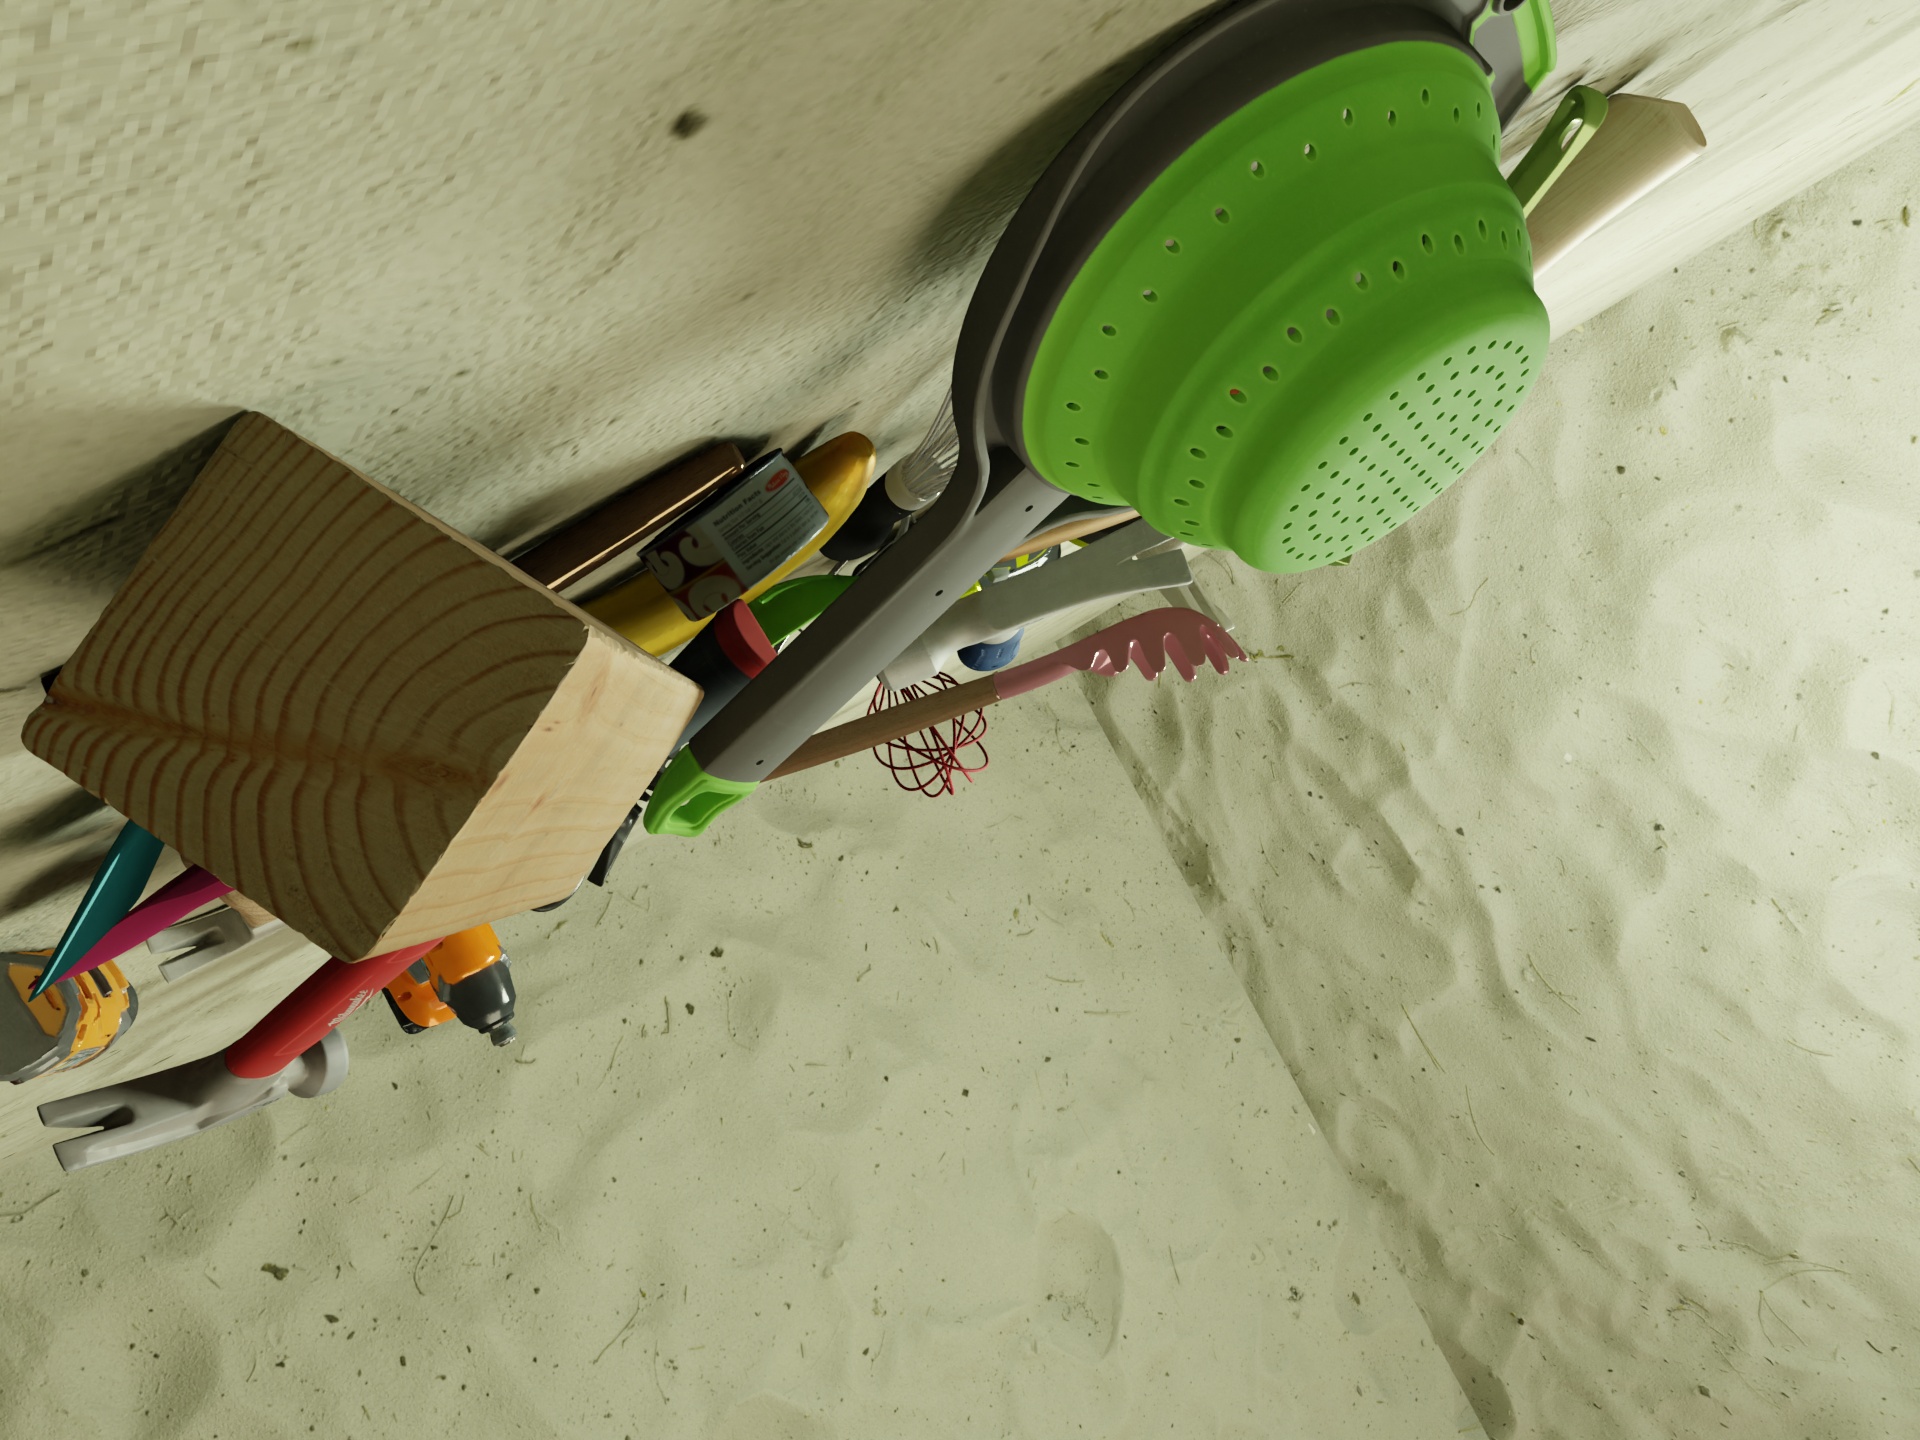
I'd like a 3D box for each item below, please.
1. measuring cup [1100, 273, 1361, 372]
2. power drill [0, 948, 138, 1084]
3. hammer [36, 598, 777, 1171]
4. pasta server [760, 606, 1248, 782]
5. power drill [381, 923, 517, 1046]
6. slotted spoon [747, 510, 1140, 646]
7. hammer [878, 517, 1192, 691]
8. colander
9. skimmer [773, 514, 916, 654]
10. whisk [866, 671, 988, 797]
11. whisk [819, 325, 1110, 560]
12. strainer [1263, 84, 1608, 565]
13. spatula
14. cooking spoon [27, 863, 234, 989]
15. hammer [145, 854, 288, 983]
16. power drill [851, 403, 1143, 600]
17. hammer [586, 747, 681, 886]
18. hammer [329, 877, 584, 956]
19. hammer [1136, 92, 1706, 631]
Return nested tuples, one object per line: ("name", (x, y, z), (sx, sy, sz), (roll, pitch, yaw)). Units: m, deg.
("measuring cup", (0.093, -0.177, 0.678), (0.168, 0.038, 0.083), (-5, -161, 47))
("power drill", (-0.527, 0.190, 0.793), (0.226, 0.084, 0.185), (-33, -179, -17))
("hammer", (-0.222, 0.074, 0.658), (0.386, 0.038, 0.143), (-37, 167, 25))
("pasta server", (-0.001, -0.003, 0.863), (0.316, 0.040, 0.060), (-19, 170, 21))
("power drill", (-0.445, 0.210, 1.367), (0.084, 0.164, 0.226), (-28, -179, -31))
("slotted spoon", (0.024, -0.086, 0.756), (0.313, 0.031, 0.070), (-21, -175, -22))
("hammer", (0.027, -0.052, 0.866), (0.144, 0.035, 0.405), (-20, 180, -1))
("colander", (0.049, -0.060, 0.508), (0.397, 0.095, 0.204), (-42, 156, 18))
("skimmer", (-0.169, -0.031, 0.768), (0.363, 0.090, 0.127), (-15, 172, -36))
("whisk", (-0.040, -0.026, 1.025), (0.073, 0.073, 0.296), (-28, -155, -2))
("whisk", (-0.007, -0.109, 0.660), (0.070, 0.070, 0.284), (-28, -176, -26))
("strainer", (0.215, -0.211, 0.799), (0.069, 0.152, 0.256), (9, 138, -26))
("spatula", (-0.208, -0.006, 0.574), (0.317, 0.044, 0.082), (-30, -164, 7))
("cooking spoon", (-0.272, 0.052, 0.627), (0.319, 0.017, 0.069), (-24, -163, 29))
("hammer", (-0.385, 0.090, 0.858), (0.130, 0.031, 0.331), (-28, 178, -22))
("power drill", (0.038, -0.114, 0.911), (0.171, 0.080, 0.223), (-27, -179, -41))
("hammer", (-0.251, 0.046, 1.060), (0.127, 0.034, 0.337), (-61, 179, -7))
("hammer", (-0.276, 0.090, 0.897), (0.146, 0.035, 0.335), (-50, -162, -23))
("hammer", (0.244, -0.199, 0.923), (0.038, 0.146, 0.410), (-26, 173, -45))
